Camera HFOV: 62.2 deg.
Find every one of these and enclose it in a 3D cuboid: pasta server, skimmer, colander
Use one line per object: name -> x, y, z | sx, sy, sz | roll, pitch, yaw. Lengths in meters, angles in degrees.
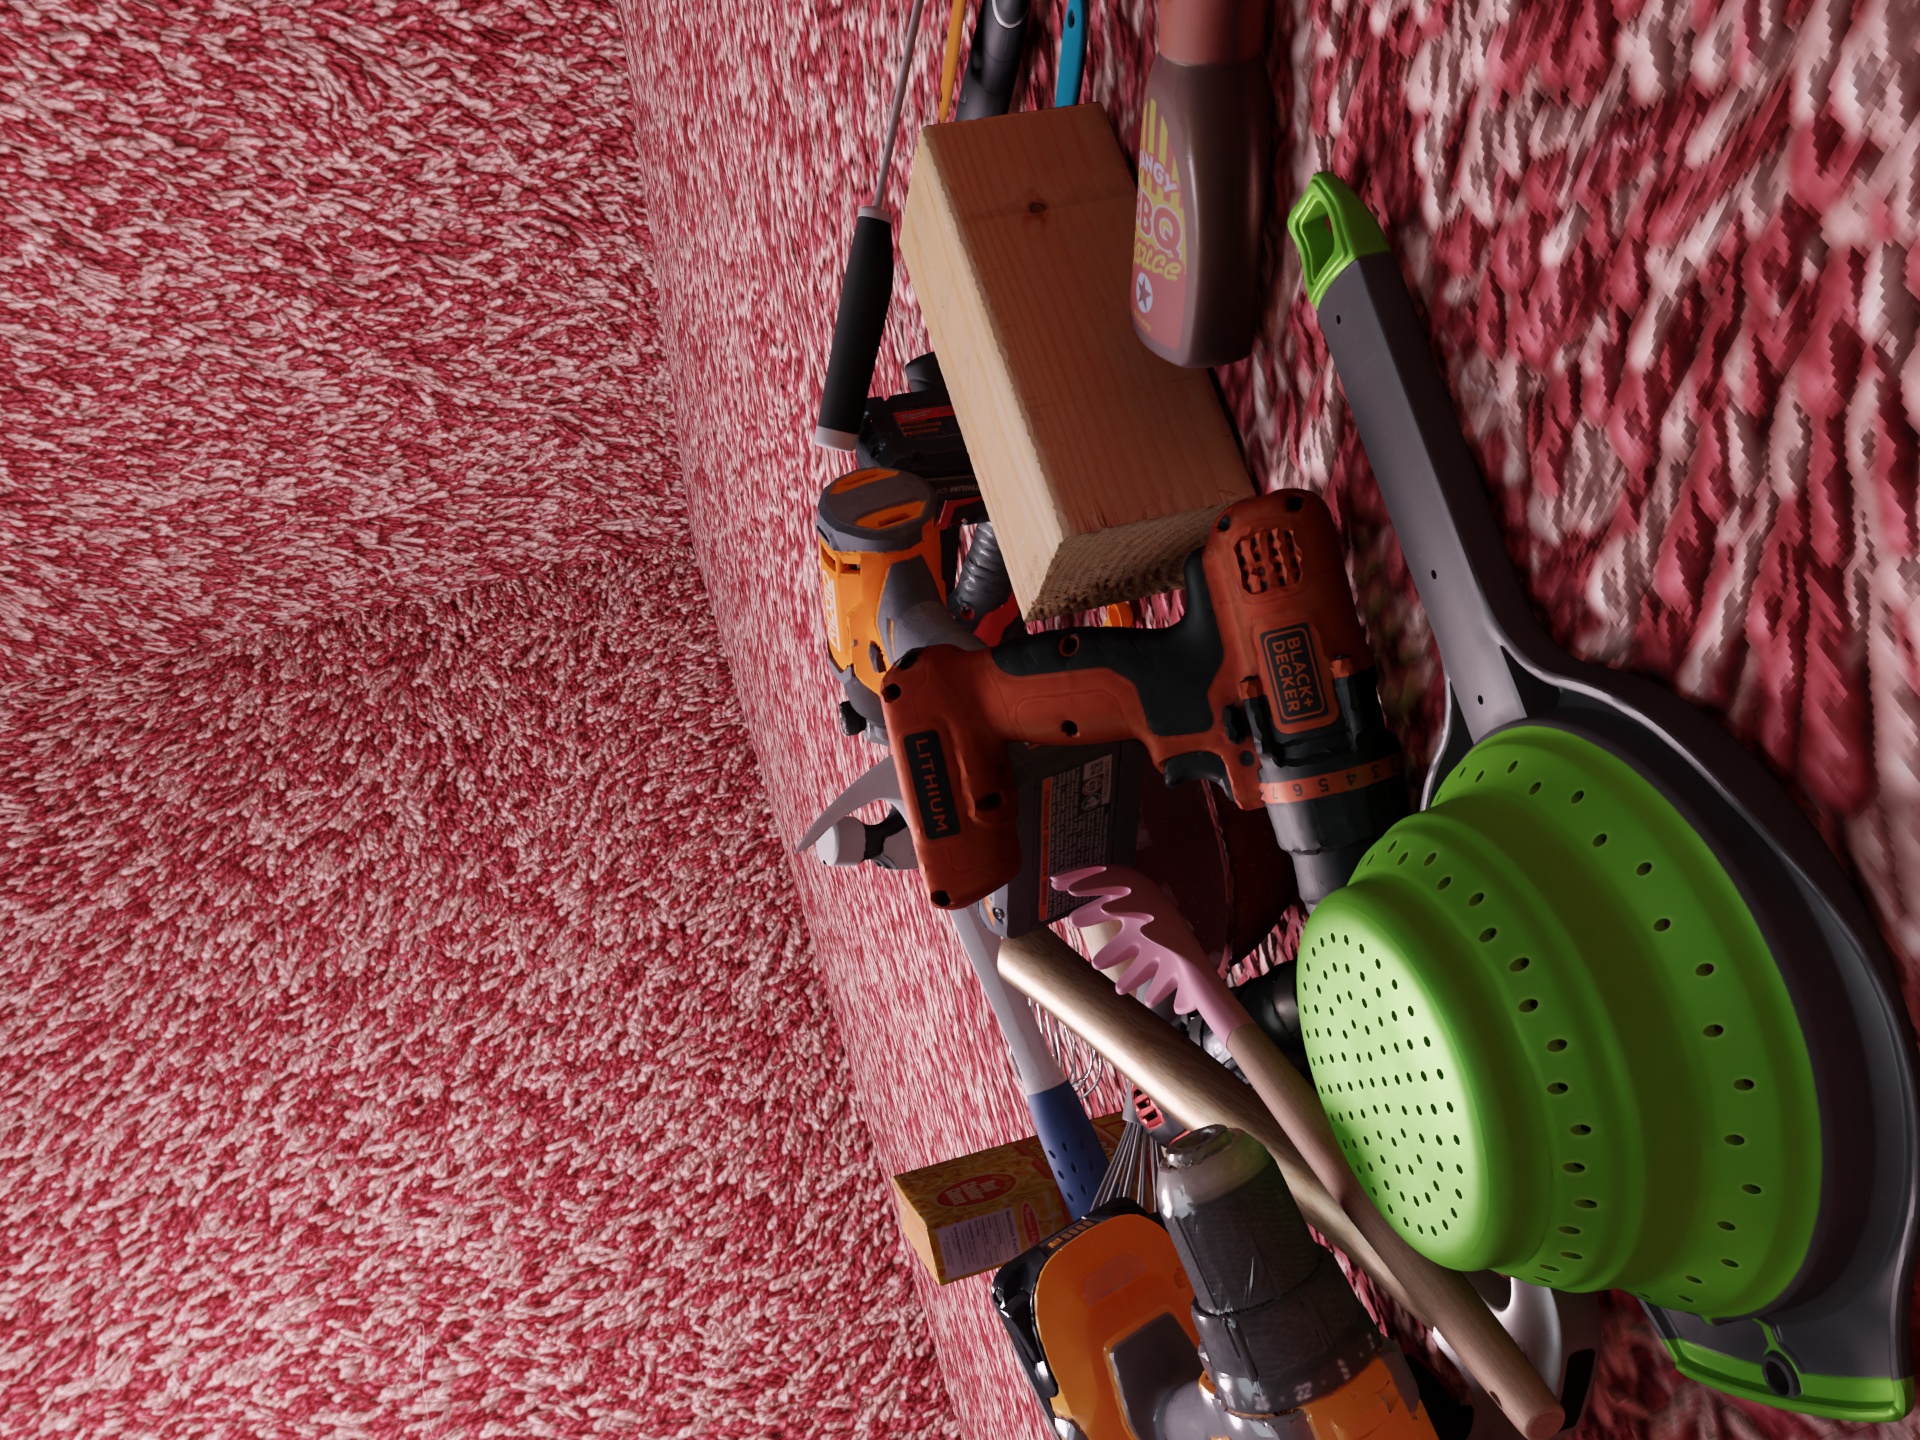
pasta server -> 0.107, 0.134, 0.570 | 0.060, 0.040, 0.316 | 64, 175, -29
skimmer -> -0.060, -0.325, 0.813 | 0.127, 0.090, 0.363 | -56, -22, -79
colander -> 0.140, 0.016, 0.481 | 0.204, 0.094, 0.397 | 118, 137, -72

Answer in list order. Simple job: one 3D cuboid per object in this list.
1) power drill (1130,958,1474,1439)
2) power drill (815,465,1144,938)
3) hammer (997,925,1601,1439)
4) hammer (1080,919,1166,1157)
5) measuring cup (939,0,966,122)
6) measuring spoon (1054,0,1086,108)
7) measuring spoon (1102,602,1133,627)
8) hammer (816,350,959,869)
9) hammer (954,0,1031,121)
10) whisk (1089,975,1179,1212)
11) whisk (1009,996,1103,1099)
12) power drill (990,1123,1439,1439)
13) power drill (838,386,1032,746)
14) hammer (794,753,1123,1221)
power drill -> 0.150, 0.225, 0.706 | 0.187, 0.080, 0.227 | 116, 144, -60
power drill -> -0.001, -0.003, 0.787 | 0.227, 0.084, 0.164 | 53, 155, 40
hammer -> 0.116, 0.164, 0.652 | 0.332, 0.031, 0.130 | 33, 114, 51
hammer -> 0.122, 0.231, 0.914 | 0.146, 0.038, 0.411 | 93, 159, -68
measuring cup -> -0.021, -0.355, 0.729 | 0.173, 0.052, 0.095 | 100, 166, -50
measuring spoon -> 0.041, -0.291, 0.762 | 0.128, 0.021, 0.042 | 98, 156, -57
measuring spoon -> 0.083, -0.036, 0.883 | 0.116, 0.011, 0.021 | 96, 156, -66
hammer -> -0.013, -0.073, 1.018 | 0.035, 0.146, 0.335 | 5, 93, 59
hammer -> 0.024, -0.350, 0.723 | 0.409, 0.036, 0.149 | 118, 148, -75
whisk -> 0.100, 0.211, 0.843 | 0.055, 0.055, 0.239 | 159, 120, -77
whisk -> 0.041, 0.122, 0.963 | 0.058, 0.059, 0.246 | -43, -56, -66
power drill -> 0.088, 0.233, 0.588 | 0.185, 0.084, 0.226 | 65, 158, 1
power drill -> -0.004, -0.076, 0.917 | 0.079, 0.143, 0.219 | -114, 18, -50
hammer -> 0.040, 0.204, 0.923 | 0.035, 0.144, 0.405 | -34, -80, -79
